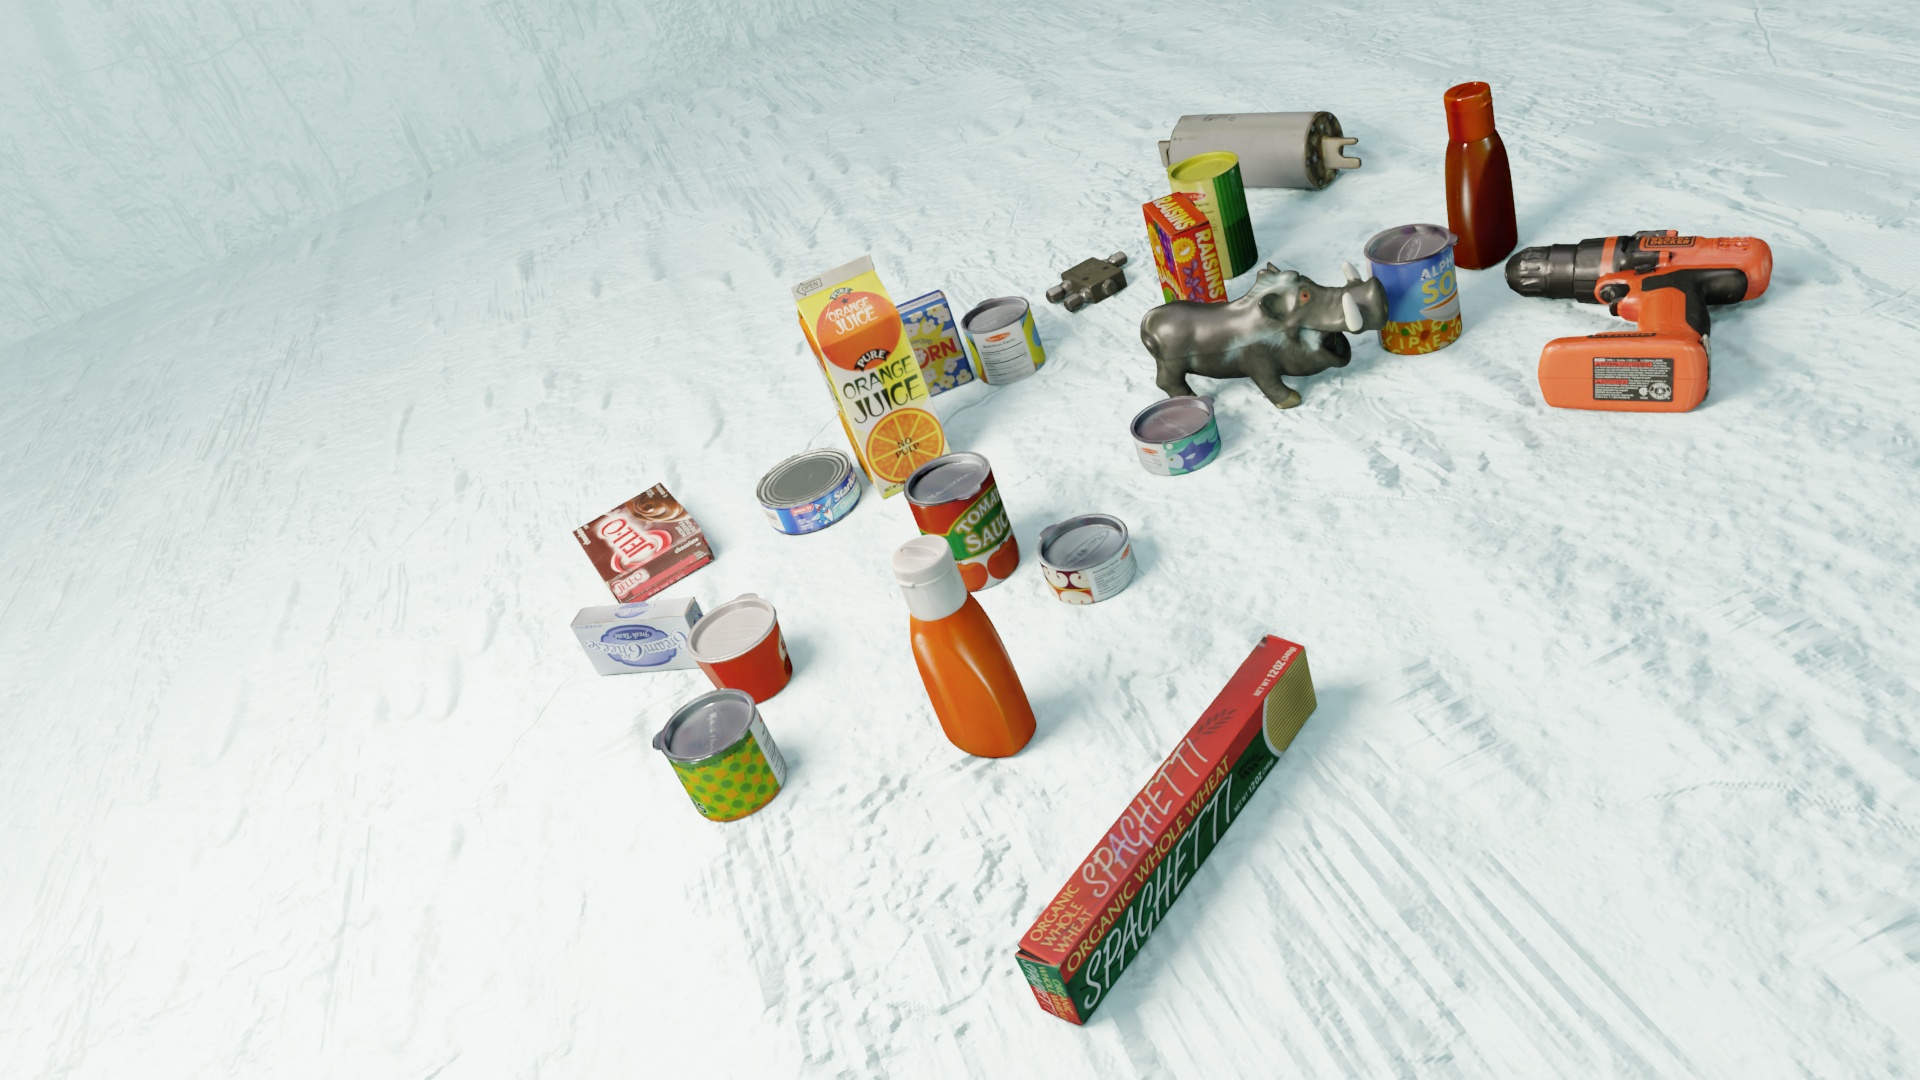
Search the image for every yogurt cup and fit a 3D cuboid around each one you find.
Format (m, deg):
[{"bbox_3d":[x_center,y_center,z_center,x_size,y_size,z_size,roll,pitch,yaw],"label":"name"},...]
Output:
[{"bbox_3d":[-0.155,0.082,0.997,0.072,0.053,0.073,-15,33,10],"label":"yogurt cup"}]

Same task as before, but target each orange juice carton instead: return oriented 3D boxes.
[{"bbox_3d":[-0.075,-0.139,1.150,0.072,0.191,0.073,-26,32,-7],"label":"orange juice carton"}]

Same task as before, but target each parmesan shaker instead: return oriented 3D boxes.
[{"bbox_3d":[0.236,-0.304,1.305,0.071,0.102,0.072,-15,33,10],"label":"parmesan shaker"}]

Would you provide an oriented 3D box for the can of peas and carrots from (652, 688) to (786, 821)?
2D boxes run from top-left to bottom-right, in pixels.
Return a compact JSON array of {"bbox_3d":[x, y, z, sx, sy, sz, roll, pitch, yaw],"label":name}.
[{"bbox_3d":[-0.156,0.141,0.905,0.071,0.058,0.071,-15,33,10],"label":"can of peas and carrots"}]

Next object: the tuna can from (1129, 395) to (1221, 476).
[{"bbox_3d":[0.169,-0.082,1.079,0.071,0.032,0.071,-15,33,10],"label":"tuna can"}]

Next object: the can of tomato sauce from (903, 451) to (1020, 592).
[{"bbox_3d":[0.004,-0.013,1.021,0.071,0.082,0.071,-15,33,10],"label":"can of tomato sauce"}]

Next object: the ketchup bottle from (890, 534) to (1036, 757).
[{"bbox_3d":[-0.002,0.066,0.847,0.065,0.148,0.044,9,43,38],"label":"ketchup bottle"}]

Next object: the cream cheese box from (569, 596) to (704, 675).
[{"bbox_3d":[-0.239,0.073,1.057,0.104,0.053,0.024,-6,35,21],"label":"cream cheese box"}]

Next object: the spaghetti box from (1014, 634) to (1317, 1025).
[{"bbox_3d":[0.118,0.149,0.749,0.029,0.050,0.251,13,45,41],"label":"spaghetti box"}]

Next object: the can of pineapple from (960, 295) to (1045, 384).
[{"bbox_3d":[0.040,-0.185,1.280,0.071,0.057,0.071,-15,33,10],"label":"can of pineapple"}]

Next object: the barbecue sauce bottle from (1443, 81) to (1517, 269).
[{"bbox_3d":[0.429,-0.304,1.154,0.065,0.148,0.044,-38,36,-25],"label":"barbecue sauce bottle"}]

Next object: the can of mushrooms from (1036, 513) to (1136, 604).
[{"bbox_3d":[0.088,0.012,0.983,0.071,0.033,0.071,-15,33,10],"label":"can of mushrooms"}]

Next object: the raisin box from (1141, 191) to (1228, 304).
[{"bbox_3d":[0.198,-0.227,1.192,0.040,0.123,0.086,-20,32,2],"label":"raisin box"}]

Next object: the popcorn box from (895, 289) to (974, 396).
[{"bbox_3d":[-0.060,-0.168,1.285,0.127,0.085,0.038,-22,32,-2],"label":"popcorn box"}]

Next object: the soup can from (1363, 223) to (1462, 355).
[{"bbox_3d":[0.360,-0.198,1.096,0.071,0.083,0.072,-15,33,10],"label":"soup can"}]
